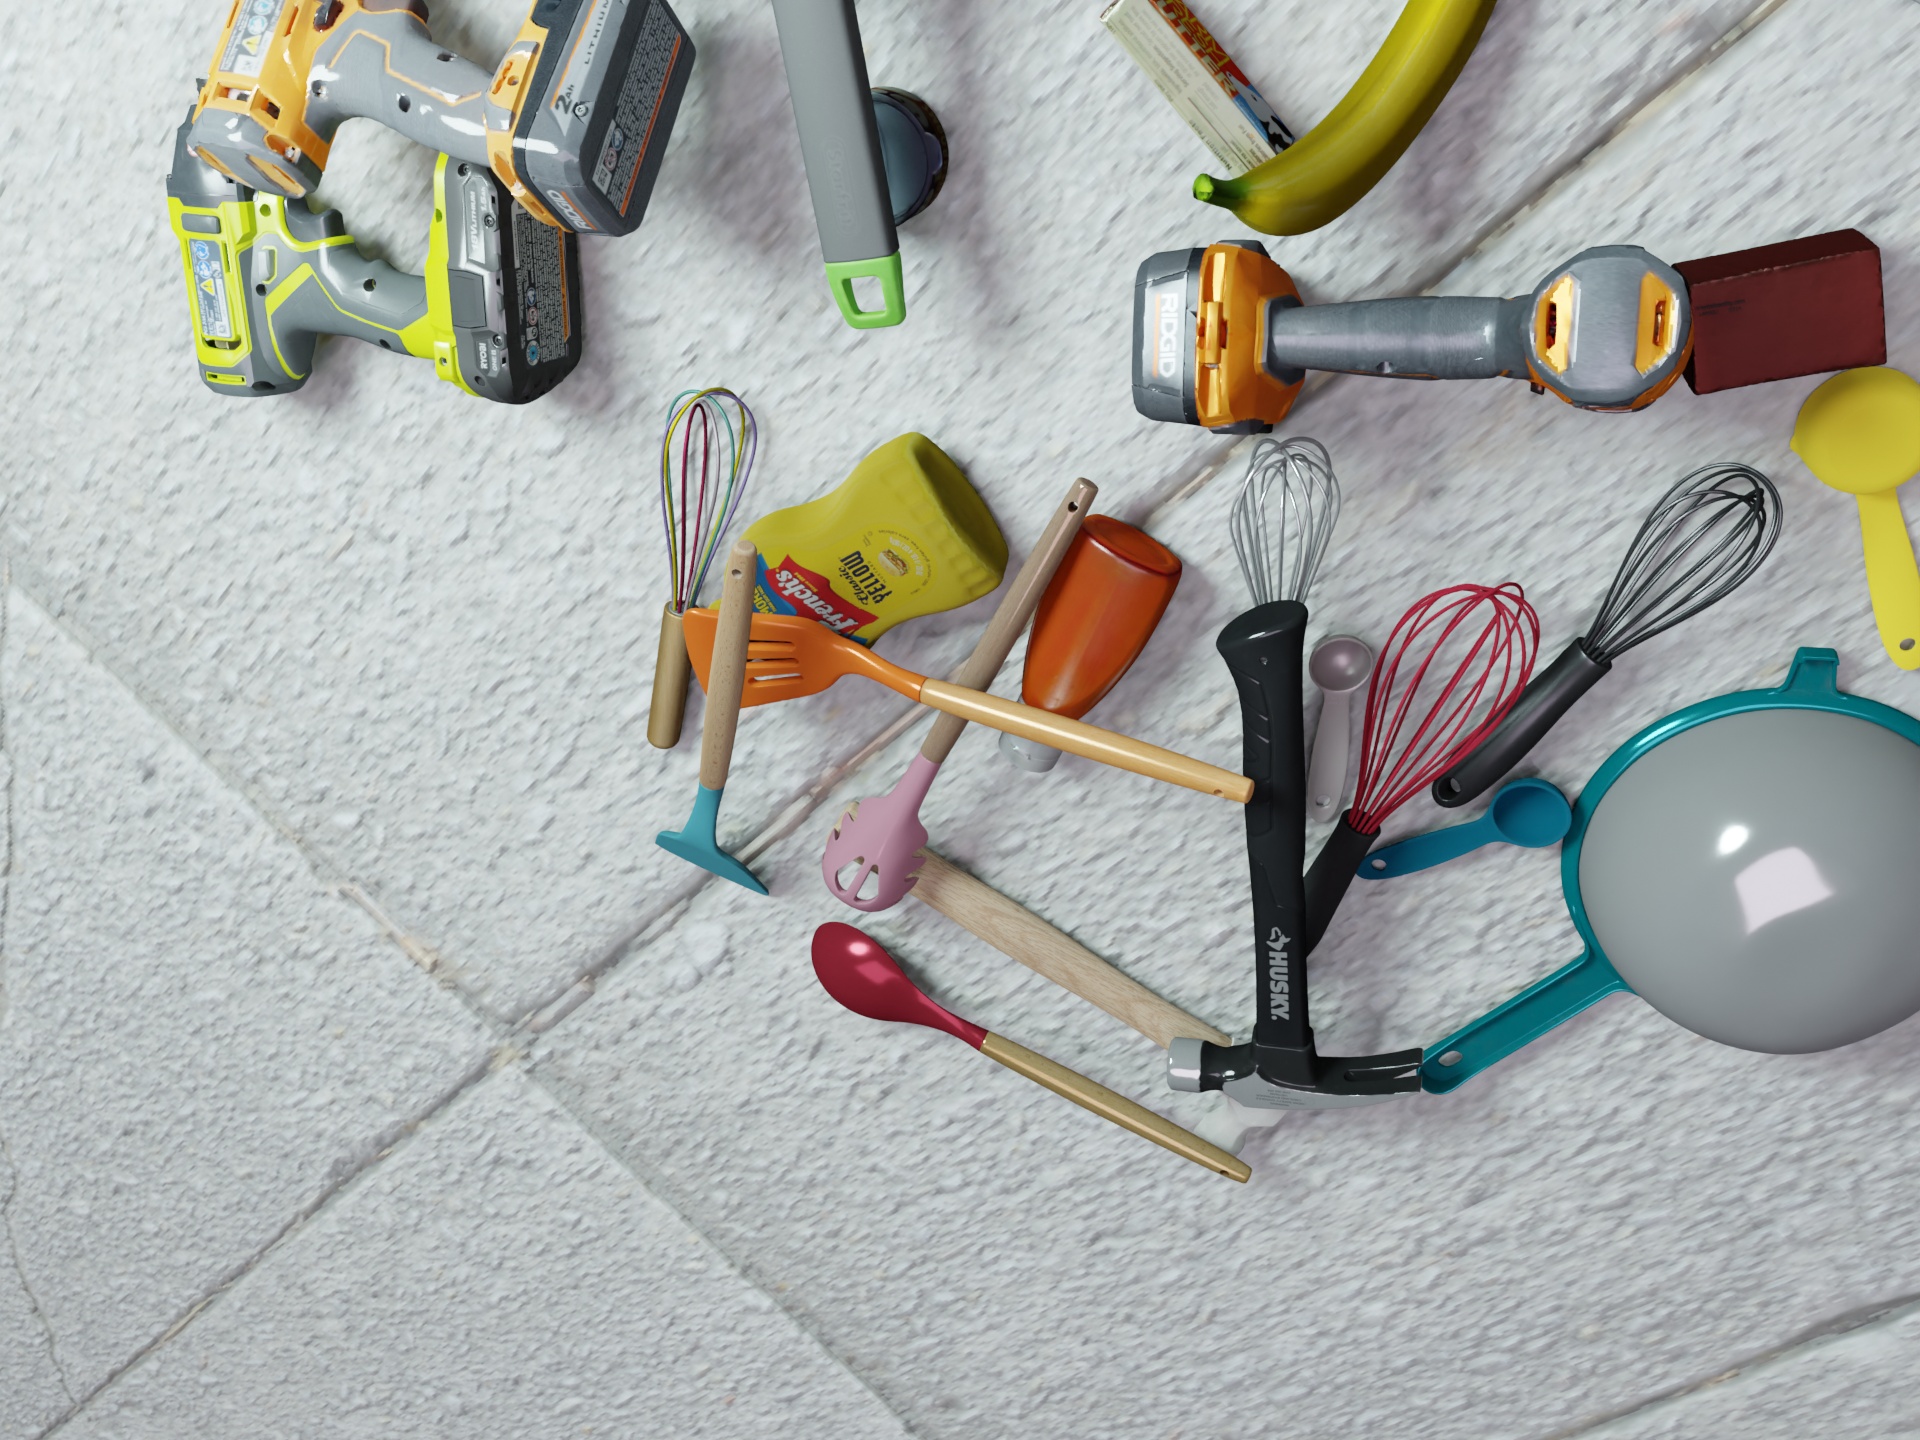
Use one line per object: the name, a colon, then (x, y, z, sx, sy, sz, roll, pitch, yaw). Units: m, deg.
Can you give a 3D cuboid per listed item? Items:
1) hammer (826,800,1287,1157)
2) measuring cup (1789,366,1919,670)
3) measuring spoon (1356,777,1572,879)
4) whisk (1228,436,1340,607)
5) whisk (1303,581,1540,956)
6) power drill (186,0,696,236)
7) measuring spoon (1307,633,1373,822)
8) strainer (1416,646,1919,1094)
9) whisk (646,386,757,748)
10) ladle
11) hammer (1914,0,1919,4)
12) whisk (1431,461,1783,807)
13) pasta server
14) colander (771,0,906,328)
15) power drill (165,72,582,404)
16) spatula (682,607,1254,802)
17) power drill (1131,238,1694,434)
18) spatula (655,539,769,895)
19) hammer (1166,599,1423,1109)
hammer: (0.065, 0.148, 0.986, 0.331, 0.031, 0.130, 32, 121, -1)
measuring cup: (0.437, -0.089, 0.749, 0.062, 0.029, 0.156, -15, 110, 23)
measuring spoon: (0.279, 0.062, 0.889, 0.128, 0.021, 0.042, -25, 108, 36)
whisk: (0.165, -0.040, 0.828, 0.058, 0.059, 0.246, 45, 153, 43)
whisk: (0.226, 0.042, 0.866, 0.073, 0.073, 0.295, 23, 127, 4)
power drill: (-0.247, -0.335, 0.767, 0.226, 0.084, 0.185, 14, 82, 15)
measuring spoon: (0.205, 0.004, 0.881, 0.034, 0.018, 0.124, 0, 124, 2)
strainer: (0.380, 0.133, 0.844, 0.211, 0.095, 0.340, 44, 119, -8)
whisk: (-0.164, -0.084, 0.931, 0.051, 0.047, 0.244, 21, 124, 8)
ladle: (0.038, 0.216, 1.010, 0.315, 0.031, 0.069, 25, 132, 10)
hammer: (0.373, -0.310, 0.651, 0.405, 0.035, 0.144, 29, 121, 1)
whisk: (0.318, -0.035, 0.807, 0.055, 0.055, 0.239, 34, 126, -2)
pasta server: (-0.002, -0.004, 0.897, 0.060, 0.040, 0.316, 30, 118, 1)
colander: (-0.065, -0.382, 0.717, 0.204, 0.094, 0.396, -1, 120, 18)
power drill: (-0.328, -0.259, 0.871, 0.223, 0.080, 0.171, 9, 114, 16)
spatula: (-0.001, -0.003, 0.850, 0.323, 0.041, 0.080, 17, 142, 23)
power drill: (0.208, -0.170, 0.718, 0.226, 0.164, 0.084, 5, 100, 25)
spatula: (-0.138, 0.010, 0.919, 0.082, 0.044, 0.317, 24, 137, 6)
hammer: (0.176, 0.085, 0.856, 0.146, 0.035, 0.334, 3, 124, 17)
